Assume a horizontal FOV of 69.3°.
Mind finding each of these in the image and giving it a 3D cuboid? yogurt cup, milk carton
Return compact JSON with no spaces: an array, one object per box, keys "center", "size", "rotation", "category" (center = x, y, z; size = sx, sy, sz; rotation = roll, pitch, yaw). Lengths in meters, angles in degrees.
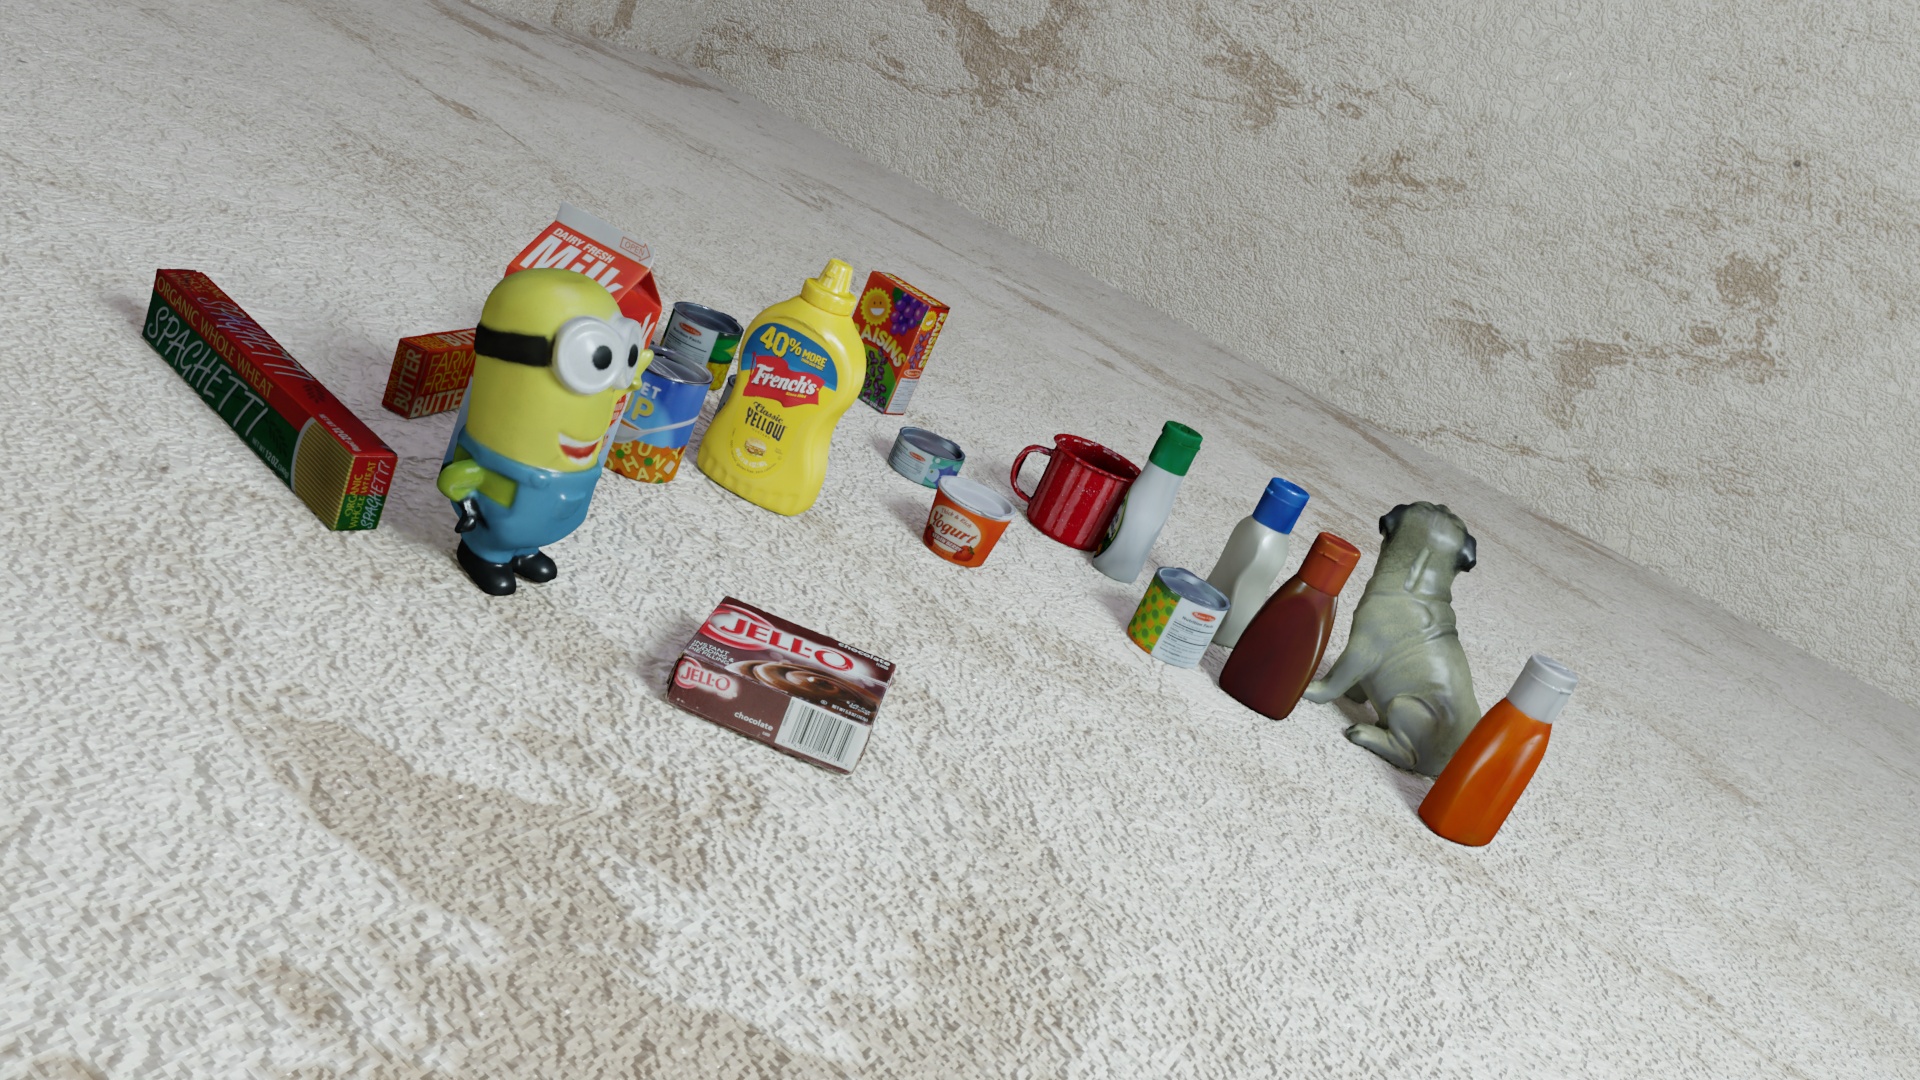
[{"center":[0.004,-0.014,1.129],"size":[0.072,0.053,0.072],"rotation":[22,19,-8],"category":"yogurt cup"},{"center":[-0.249,-0.109,0.865],"size":[0.072,0.189,0.074],"rotation":[28,19,9],"category":"milk carton"}]

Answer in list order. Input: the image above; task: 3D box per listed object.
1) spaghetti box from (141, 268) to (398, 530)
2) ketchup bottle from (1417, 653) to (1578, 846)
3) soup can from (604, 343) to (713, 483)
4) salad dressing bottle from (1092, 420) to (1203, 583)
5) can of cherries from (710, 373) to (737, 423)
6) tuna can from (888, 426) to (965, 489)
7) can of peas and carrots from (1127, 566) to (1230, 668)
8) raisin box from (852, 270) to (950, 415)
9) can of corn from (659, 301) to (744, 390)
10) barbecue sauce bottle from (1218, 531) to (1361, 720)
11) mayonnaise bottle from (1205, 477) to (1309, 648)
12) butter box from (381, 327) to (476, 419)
[{"center":[-0.415,-0.089,0.825],"size":[0.250,0.050,0.029],"rotation":[36,22,29],"category":"spaghetti box"},{"center":[0.399,0.154,1.021],"size":[0.065,0.148,0.044],"rotation":[15,21,-28],"category":"ketchup bottle"},{"center":[-0.228,-0.093,1.011],"size":[0.071,0.083,0.071],"rotation":[22,19,-8],"category":"soup can"},{"center":[0.168,-0.035,1.238],"size":[0.044,0.147,0.064],"rotation":[26,19,3],"category":"salad dressing bottle"},{"center":[-0.166,-0.094,1.128],"size":[0.071,0.058,0.072],"rotation":[22,19,-8],"category":"can of cherries"},{"center":[-0.030,-0.076,1.282],"size":[0.071,0.032,0.071],"rotation":[22,19,-8],"category":"tuna can"},{"center":[0.177,0.061,1.132],"size":[0.071,0.058,0.071],"rotation":[22,19,-8],"category":"can of peas and carrots"},{"center":[-0.074,-0.202,1.420],"size":[0.086,0.123,0.040],"rotation":[35,21,28],"category":"raisin box"},{"center":[-0.236,-0.176,1.256],"size":[0.071,0.058,0.071],"rotation":[22,19,-8],"category":"can of corn"},{"center":[0.263,0.065,1.091],"size":[0.065,0.148,0.044],"rotation":[31,20,18],"category":"barbecue sauce bottle"},{"center":[0.252,0.018,1.202],"size":[0.041,0.147,0.065],"rotation":[17,20,-22],"category":"mayonnaise bottle"},{"center":[-0.356,-0.119,0.971],"size":[0.024,0.053,0.104],"rotation":[28,19,10],"category":"butter box"}]
